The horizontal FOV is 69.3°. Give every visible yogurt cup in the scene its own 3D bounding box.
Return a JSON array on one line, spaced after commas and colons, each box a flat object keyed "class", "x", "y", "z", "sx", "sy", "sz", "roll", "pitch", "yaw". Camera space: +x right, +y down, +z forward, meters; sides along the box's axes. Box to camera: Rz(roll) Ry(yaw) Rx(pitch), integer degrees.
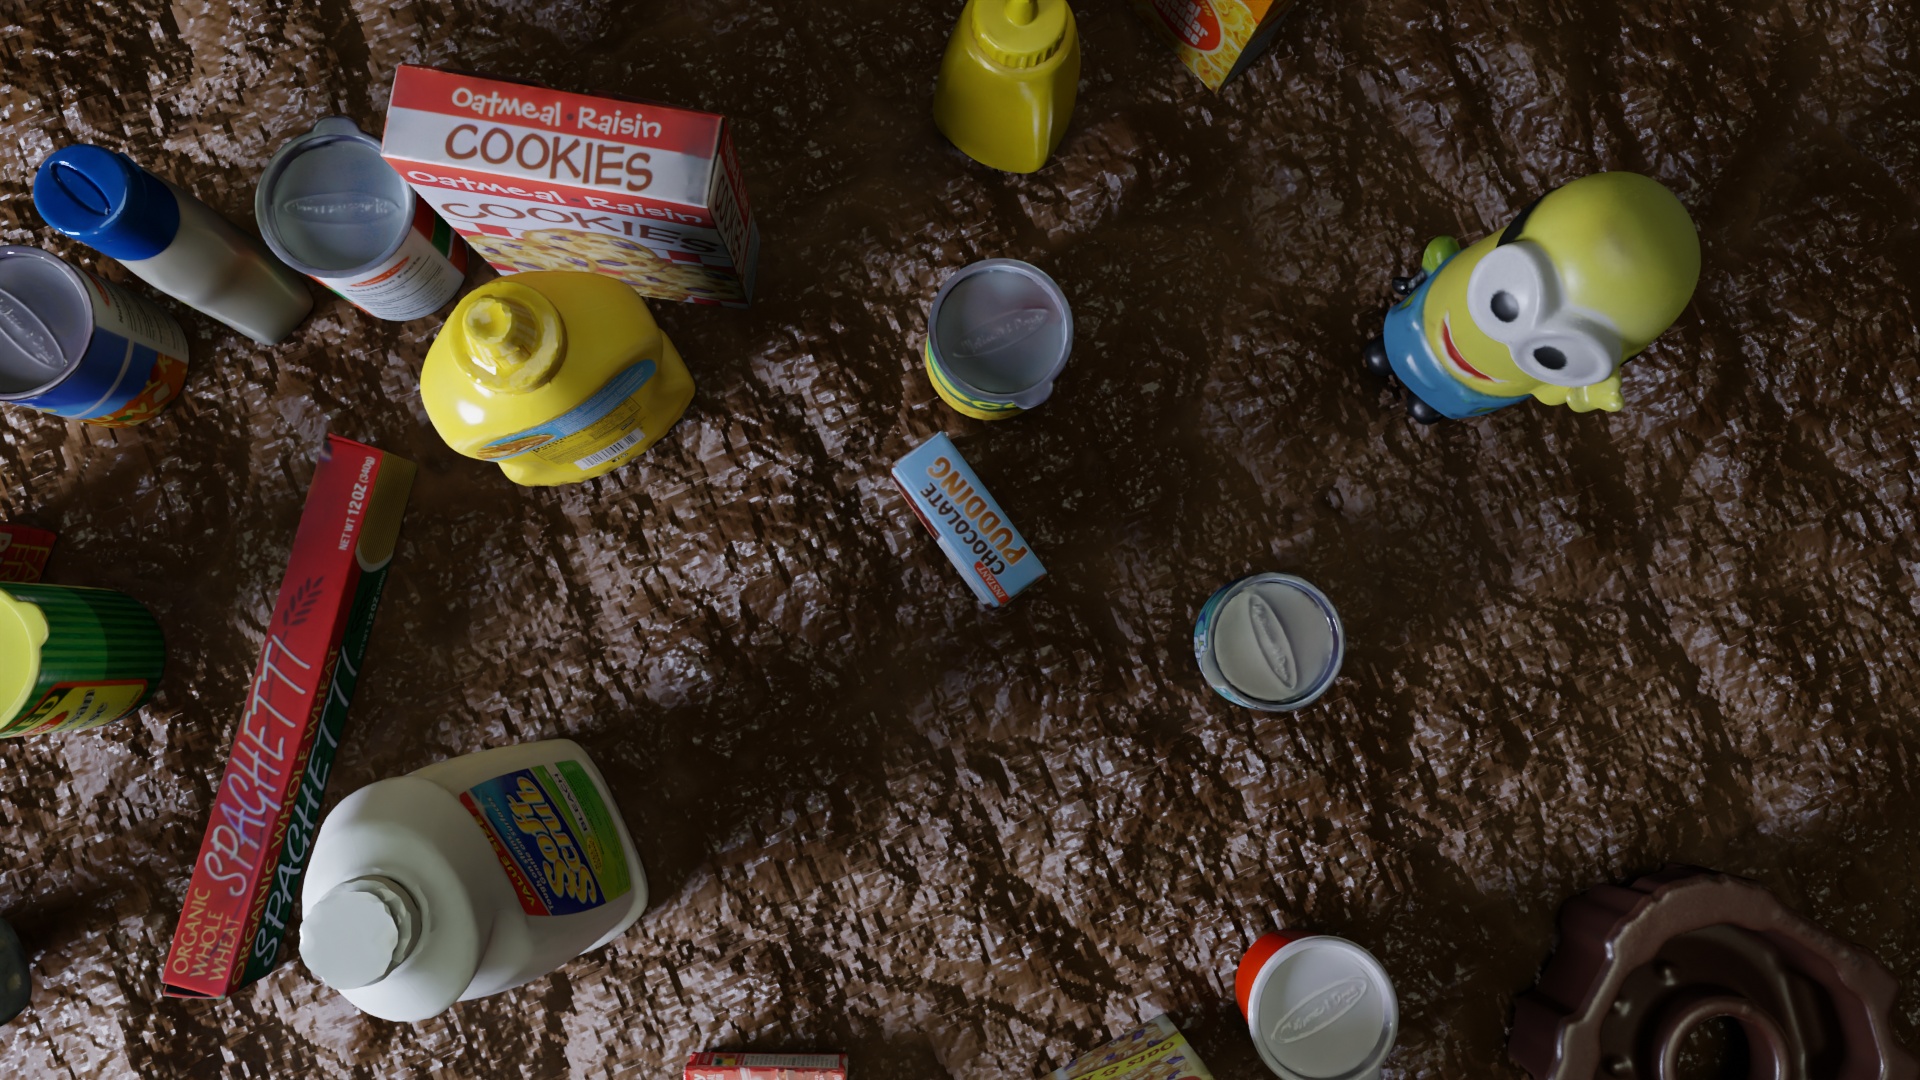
[{"class": "yogurt cup", "x": 0.160, "y": 0.212, "z": 0.641, "sx": 0.072, "sy": 0.054, "sz": 0.072, "roll": 0, "pitch": 85, "yaw": -4}]

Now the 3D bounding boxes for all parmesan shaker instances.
[{"class": "parmesan shaker", "x": -0.395, "y": 0.050, "z": 0.594, "sx": 0.071, "sy": 0.103, "sz": 0.071, "roll": 0, "pitch": 86, "yaw": -3}]

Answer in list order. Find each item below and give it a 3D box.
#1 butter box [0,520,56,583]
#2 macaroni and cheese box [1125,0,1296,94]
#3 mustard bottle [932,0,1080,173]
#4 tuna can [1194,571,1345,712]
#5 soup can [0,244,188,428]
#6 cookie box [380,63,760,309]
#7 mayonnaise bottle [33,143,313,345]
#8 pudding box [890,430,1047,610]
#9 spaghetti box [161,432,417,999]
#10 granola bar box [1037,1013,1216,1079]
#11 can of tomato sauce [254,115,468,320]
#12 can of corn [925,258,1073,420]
[{"class": "butter box", "x": -0.445, "y": 0.039, "z": 0.617, "sx": 0.024, "sy": 0.053, "sz": 0.103, "roll": 18, "pitch": 84, "yaw": -2}, {"class": "macaroni and cheese box", "x": 0.105, "y": -0.288, "z": 0.623, "sx": 0.040, "sy": 0.166, "sz": 0.124, "roll": -44, "pitch": 89, "yaw": -5}, {"class": "mustard bottle", "x": 0.024, "y": -0.212, "z": 0.615, "sx": 0.065, "sy": 0.160, "sz": 0.049, "roll": 24, "pitch": 85, "yaw": -1}, {"class": "tuna can", "x": 0.144, "y": 0.049, "z": 0.664, "sx": 0.071, "sy": 0.033, "sz": 0.071, "roll": 0, "pitch": 85, "yaw": -4}, {"class": "soup can", "x": -0.397, "y": -0.086, "z": 0.615, "sx": 0.071, "sy": 0.083, "sz": 0.071, "roll": 0, "pitch": 86, "yaw": -4}, {"class": "cookie box", "x": -0.155, "y": -0.145, "z": 0.594, "sx": 0.123, "sy": 0.167, "sz": 0.040, "roll": 8, "pitch": 85, "yaw": -3}, {"class": "mayonnaise bottle", "x": -0.333, "y": -0.126, "z": 0.591, "sx": 0.065, "sy": 0.148, "sz": 0.041, "roll": 42, "pitch": 85, "yaw": 0}, {"class": "pudding box", "x": 0.002, "y": -0.008, "z": 0.651, "sx": 0.030, "sy": 0.049, "sz": 0.083, "roll": -37, "pitch": 88, "yaw": -5}, {"class": "spaghetti box", "x": -0.299, "y": 0.077, "z": 0.625, "sx": 0.029, "sy": 0.050, "sz": 0.250, "roll": 14, "pitch": 84, "yaw": -2}, {"class": "granola bar box", "x": 0.035, "y": 0.273, "z": 0.592, "sx": 0.166, "sy": 0.124, "sz": 0.039, "roll": -26, "pitch": 88, "yaw": -5}, {"class": "can of tomato sauce", "x": -0.268, "y": -0.142, "z": 0.629, "sx": 0.071, "sy": 0.083, "sz": 0.071, "roll": 0, "pitch": 86, "yaw": -4}, {"class": "can of corn", "x": 0.018, "y": -0.091, "z": 0.655, "sx": 0.071, "sy": 0.058, "sz": 0.071, "roll": 0, "pitch": 85, "yaw": -4}]
